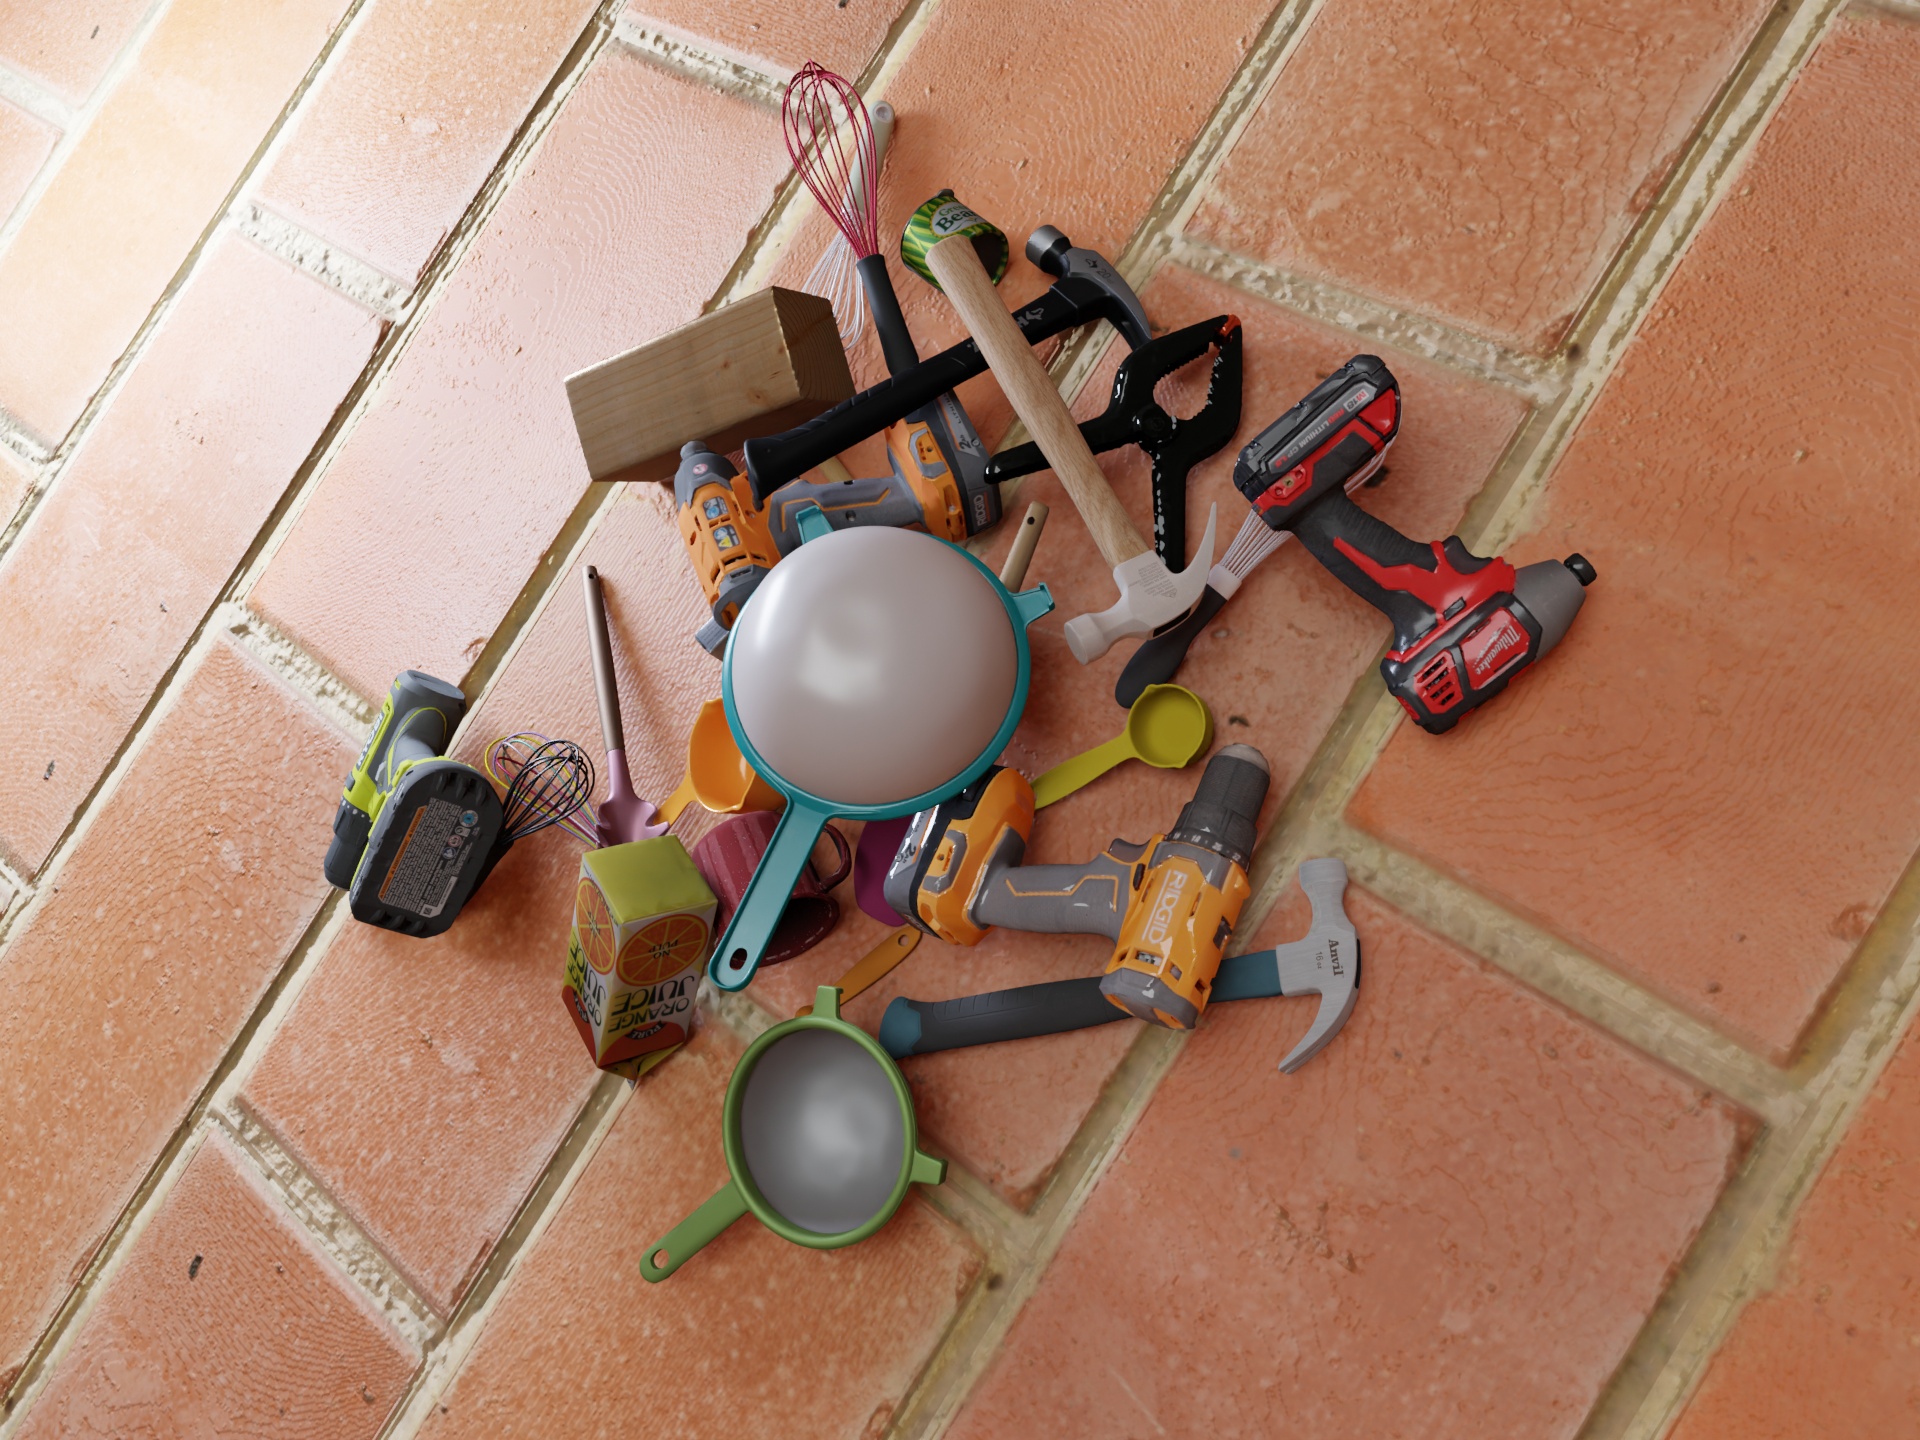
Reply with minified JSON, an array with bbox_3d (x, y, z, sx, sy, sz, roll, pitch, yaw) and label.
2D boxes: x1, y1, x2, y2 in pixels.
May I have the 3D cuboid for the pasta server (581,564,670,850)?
[{"bbox_3d":[-0.273,-0.001,1.254,0.040,0.060,0.317,121,141,-49],"label":"pasta server"}]

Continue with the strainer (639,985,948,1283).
[{"bbox_3d":[-0.119,0.307,1.089,0.256,0.069,0.152,-42,68,19],"label":"strainer"}]

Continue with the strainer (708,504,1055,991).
[{"bbox_3d":[-0.087,0.008,1.018,0.211,0.095,0.340,20,72,13],"label":"strainer"}]

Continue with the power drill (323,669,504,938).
[{"bbox_3d":[-0.442,0.079,1.255,0.190,0.080,0.229,-63,32,5],"label":"power drill"}]

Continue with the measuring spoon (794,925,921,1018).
[{"bbox_3d":[-0.074,0.183,1.133,0.117,0.011,0.021,-39,62,8],"label":"measuring spoon"}]

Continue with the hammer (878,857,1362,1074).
[{"bbox_3d":[0.098,0.181,1.045,0.331,0.033,0.128,-13,68,20],"label":"hammer"}]

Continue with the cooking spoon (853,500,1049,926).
[{"bbox_3d":[-0.002,-0.004,1.122,0.069,0.017,0.319,25,99,24],"label":"cooking spoon"}]

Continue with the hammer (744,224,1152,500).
[{"bbox_3d":[-0.012,-0.246,1.148,0.335,0.035,0.146,-33,63,-20],"label":"hammer"}]

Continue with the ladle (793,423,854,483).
[{"bbox_3d":[-0.055,-0.132,1.218,0.069,0.031,0.316,-35,60,-1],"label":"ladle"}]

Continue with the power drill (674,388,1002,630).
[{"bbox_3d":[-0.100,-0.175,1.184,0.226,0.084,0.164,-22,61,-6],"label":"power drill"}]

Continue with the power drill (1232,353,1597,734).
[{"bbox_3d":[0.285,-0.115,1.000,0.143,0.078,0.220,-39,87,10],"label":"power drill"}]

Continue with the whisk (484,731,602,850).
[{"bbox_3d":[-0.294,0.089,1.246,0.245,0.047,0.051,40,110,25],"label":"whisk"}]

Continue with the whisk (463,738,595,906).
[{"bbox_3d":[-0.356,0.093,1.239,0.239,0.055,0.055,-42,59,32],"label":"whisk"}]

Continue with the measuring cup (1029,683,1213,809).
[{"bbox_3d":[0.106,0.027,1.101,0.156,0.029,0.062,-30,70,26],"label":"measuring cup"}]

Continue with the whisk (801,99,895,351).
[{"bbox_3d":[-0.090,-0.408,1.315,0.057,0.059,0.246,17,73,-16],"label":"whisk"}]

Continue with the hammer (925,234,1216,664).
[{"bbox_3d":[0.066,-0.202,1.092,0.130,0.031,0.331,-25,72,-9],"label":"hammer"}]

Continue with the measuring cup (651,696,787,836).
[{"bbox_3d":[-0.183,0.052,1.211,0.173,0.052,0.095,-44,56,34],"label":"measuring cup"}]

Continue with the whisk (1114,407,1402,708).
[{"bbox_3d":[0.200,-0.119,1.087,0.070,0.070,0.284,43,99,29],"label":"whisk"}]

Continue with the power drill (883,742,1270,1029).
[{"bbox_3d":[0.083,0.084,1.035,0.226,0.084,0.185,13,69,33],"label":"power drill"}]

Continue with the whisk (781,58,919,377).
[{"bbox_3d":[-0.077,-0.381,1.254,0.073,0.073,0.296,-18,87,18],"label":"whisk"}]
